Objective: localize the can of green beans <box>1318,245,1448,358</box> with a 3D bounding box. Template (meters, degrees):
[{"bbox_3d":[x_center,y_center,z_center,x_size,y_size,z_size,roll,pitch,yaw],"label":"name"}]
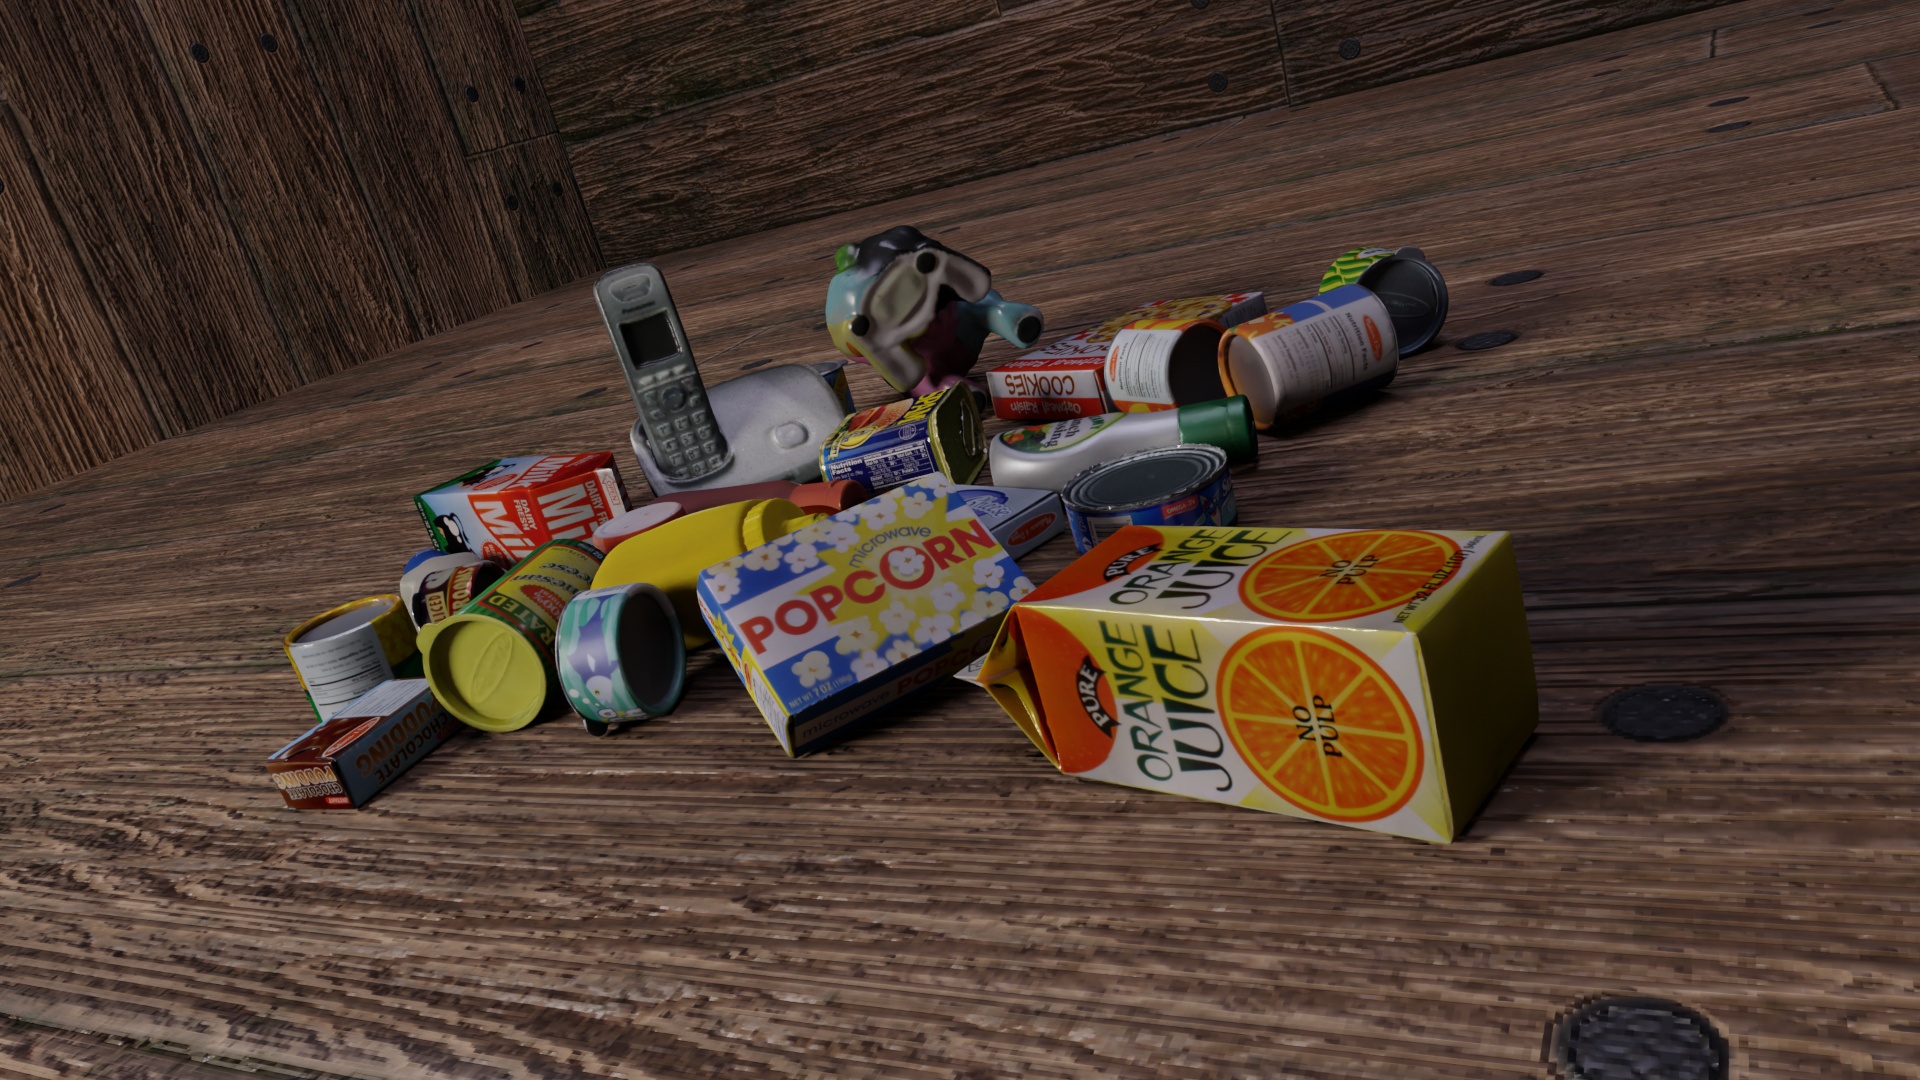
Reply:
[{"bbox_3d":[0.273,-0.155,0.902,0.071,0.071,0.058,-16,18,0],"label":"can of green beans"}]

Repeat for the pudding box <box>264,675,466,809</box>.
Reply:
[{"bbox_3d":[-0.297,0.100,0.698,0.049,0.030,0.084,-6,21,26],"label":"pudding box"}]

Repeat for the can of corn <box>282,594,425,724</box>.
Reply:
[{"bbox_3d":[-0.333,0.068,0.775,0.071,0.058,0.071,-14,19,5],"label":"can of corn"}]

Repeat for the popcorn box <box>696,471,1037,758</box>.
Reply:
[{"bbox_3d":[-0.040,0.030,0.612,0.127,0.038,0.085,-24,56,-23],"label":"popcorn box"}]

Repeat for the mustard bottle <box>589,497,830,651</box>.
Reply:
[{"bbox_3d":[-0.119,0.013,0.699,0.160,0.065,0.049,-22,49,34],"label":"mustard bottle"}]

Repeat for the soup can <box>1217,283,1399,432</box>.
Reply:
[{"bbox_3d":[0.204,-0.108,0.825,0.084,0.071,0.071,-21,19,-14],"label":"soup can"}]

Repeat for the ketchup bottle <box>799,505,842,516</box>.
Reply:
[{"bbox_3d":[-0.062,0.017,0.720,0.065,0.043,0.149,-29,22,-19],"label":"ketchup bottle"}]

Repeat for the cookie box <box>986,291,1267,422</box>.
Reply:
[{"bbox_3d":[0.121,-0.131,0.996,0.168,0.040,0.123,-27,19,-30],"label":"cookie box"}]

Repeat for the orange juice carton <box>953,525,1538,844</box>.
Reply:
[{"bbox_3d":[0.089,0.041,0.483,0.192,0.072,0.072,2,26,44],"label":"orange juice carton"}]

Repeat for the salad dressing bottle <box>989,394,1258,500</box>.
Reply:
[{"bbox_3d":[0.092,-0.052,0.789,0.147,0.044,0.064,-10,18,18],"label":"salad dressing bottle"}]

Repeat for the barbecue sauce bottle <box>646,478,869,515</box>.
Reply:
[{"bbox_3d":[-0.127,-0.013,0.862,0.148,0.043,0.065,-5,21,28],"label":"barbecue sauce bottle"}]

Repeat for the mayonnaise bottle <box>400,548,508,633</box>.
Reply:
[{"bbox_3d":[-0.332,0.034,0.904,0.065,0.041,0.148,-24,19,-25],"label":"mayonnaise bottle"}]

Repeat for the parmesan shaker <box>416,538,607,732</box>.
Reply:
[{"bbox_3d":[-0.228,0.045,0.734,0.071,0.071,0.103,-11,20,16],"label":"parmesan shaker"}]

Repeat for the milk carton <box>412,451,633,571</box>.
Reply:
[{"bbox_3d":[-0.284,-0.014,0.950,0.190,0.072,0.074,1,24,41],"label":"milk carton"}]

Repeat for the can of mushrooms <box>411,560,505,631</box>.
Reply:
[{"bbox_3d":[-0.273,0.045,0.776,0.033,0.070,0.071,-13,19,6],"label":"can of mushrooms"}]

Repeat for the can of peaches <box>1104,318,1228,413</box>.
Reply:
[{"bbox_3d":[0.137,-0.108,0.881,0.071,0.071,0.058,-27,21,-28],"label":"can of peaches"}]

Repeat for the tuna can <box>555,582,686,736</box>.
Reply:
[{"bbox_3d":[-0.160,0.056,0.662,0.033,0.071,0.071,-10,19,17],"label":"tuna can"}]

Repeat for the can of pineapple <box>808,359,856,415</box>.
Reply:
[{"bbox_3d":[-0.114,-0.103,1.086,0.071,0.057,0.071,-14,19,5],"label":"can of pineapple"}]

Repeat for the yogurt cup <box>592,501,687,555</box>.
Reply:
[{"bbox_3d":[-0.182,0.012,0.820,0.072,0.053,0.072,-15,18,5],"label":"yogurt cup"}]

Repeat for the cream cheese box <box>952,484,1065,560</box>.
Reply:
[{"bbox_3d":[0.003,-0.010,0.774,0.053,0.024,0.104,-30,23,-36],"label":"cream cheese box"}]
